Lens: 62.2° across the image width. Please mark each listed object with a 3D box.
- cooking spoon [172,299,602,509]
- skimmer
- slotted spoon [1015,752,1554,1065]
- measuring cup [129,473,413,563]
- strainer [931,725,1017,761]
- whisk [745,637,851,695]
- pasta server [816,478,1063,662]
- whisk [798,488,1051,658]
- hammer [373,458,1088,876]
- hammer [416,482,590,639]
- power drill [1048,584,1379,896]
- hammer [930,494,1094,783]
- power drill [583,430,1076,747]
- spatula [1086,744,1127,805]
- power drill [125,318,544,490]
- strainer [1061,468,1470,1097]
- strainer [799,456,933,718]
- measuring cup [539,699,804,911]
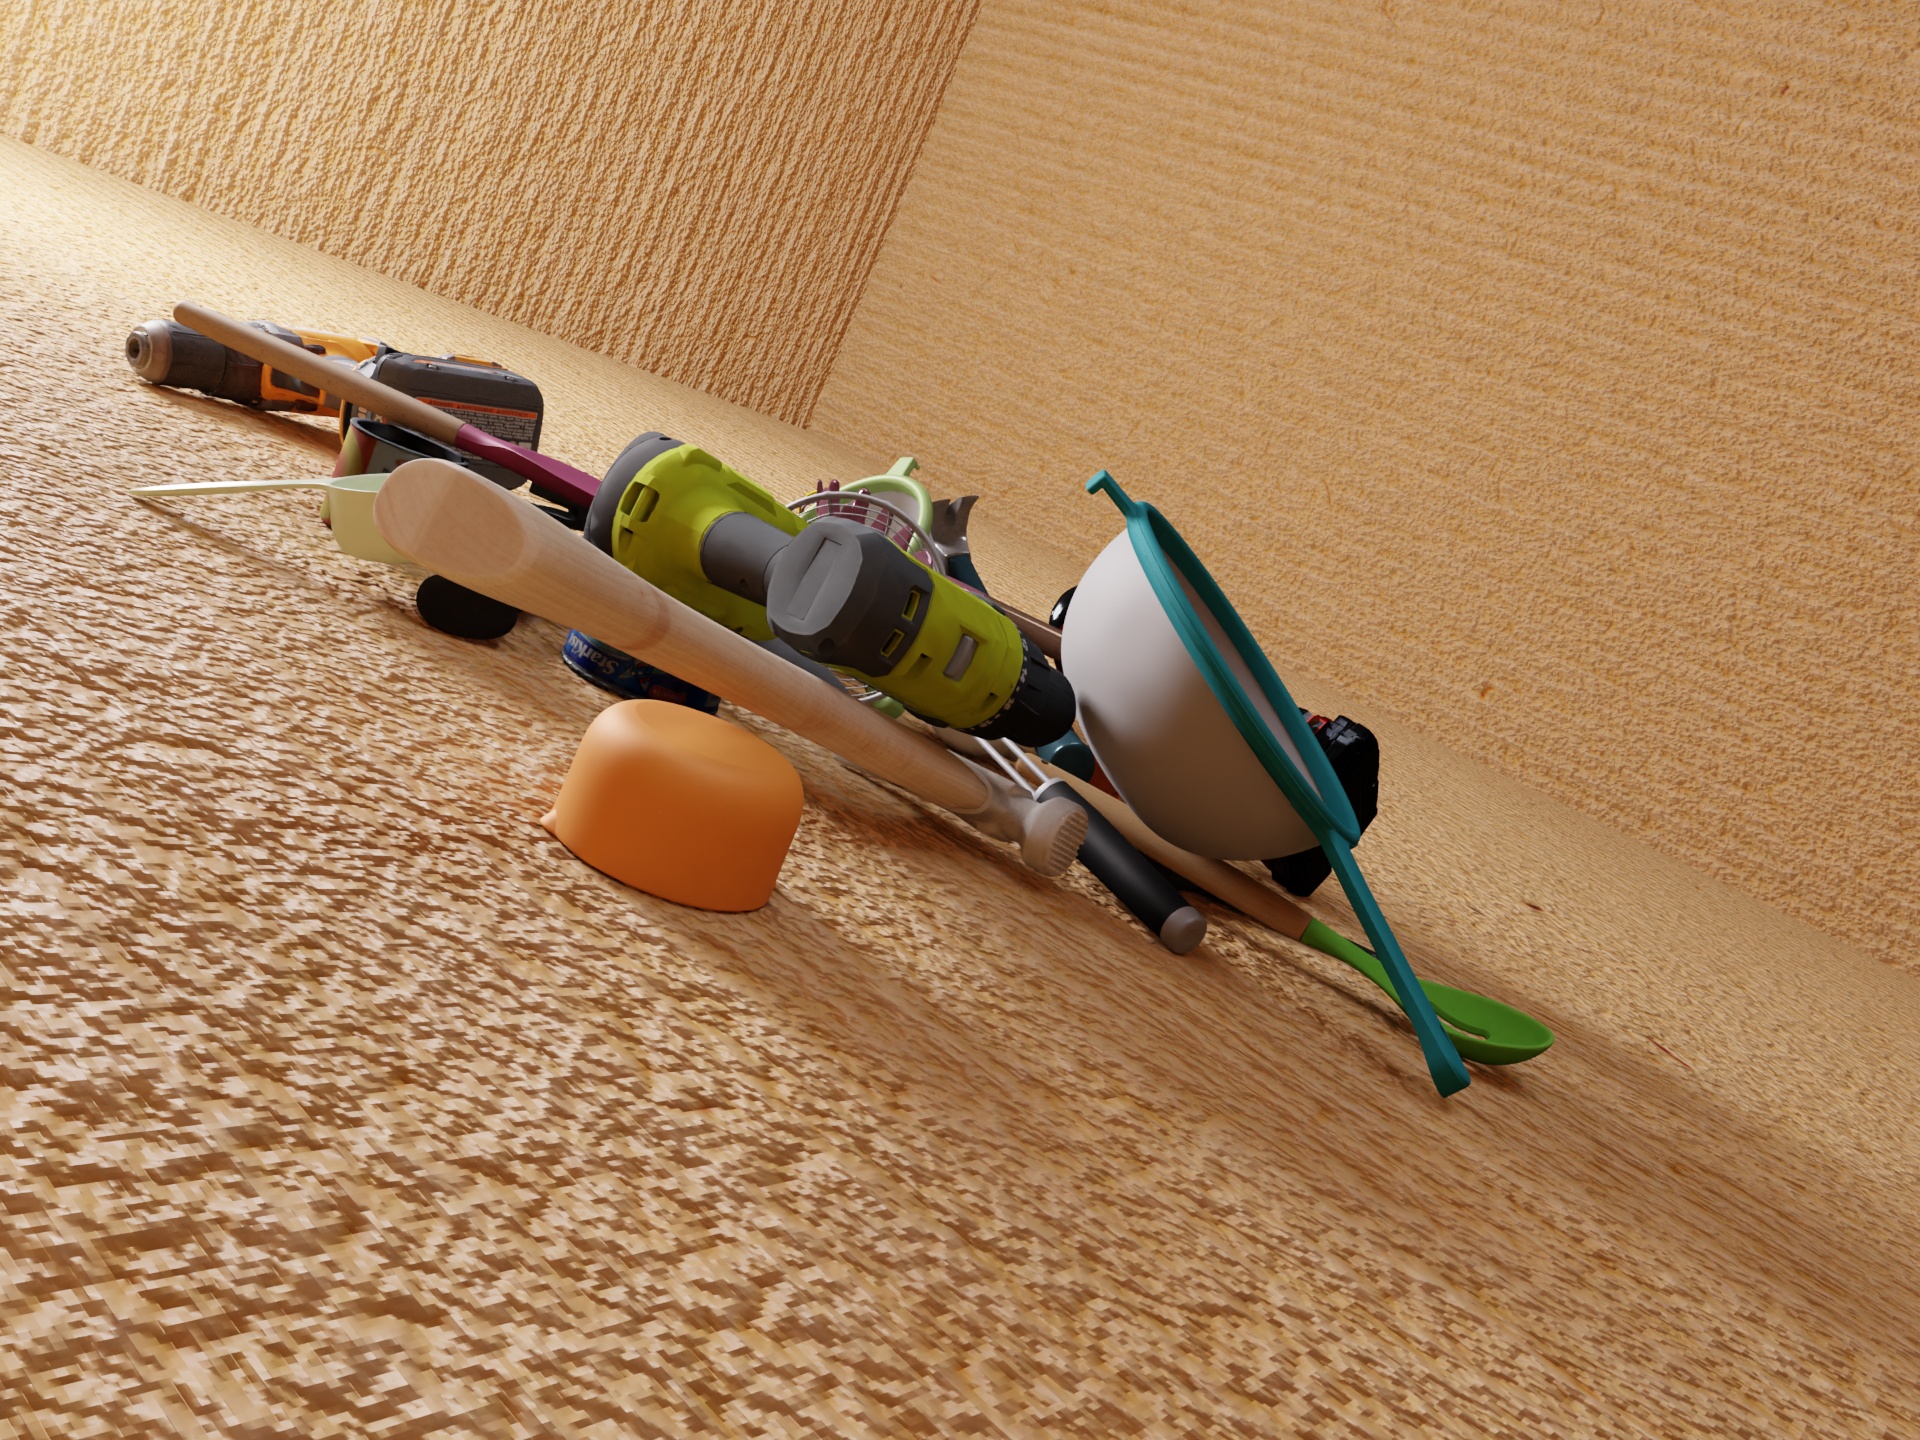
[{"bbox_3d":[-0.304,-0.171,0.900,0.319,0.017,0.069,25,9,5],"label":"cooking spoon"},{"bbox_3d":[-0.001,-0.003,0.862,0.090,0.127,0.364,37,6,-48],"label":"skimmer"},{"bbox_3d":[0.162,0.098,0.848,0.314,0.031,0.070,30,19,19],"label":"slotted spoon"},{"bbox_3d":[-0.313,-0.097,0.773,0.167,0.038,0.083,-2,16,-8],"label":"measuring cup"},{"bbox_3d":[-0.003,-0.016,1.062,0.087,0.050,0.258,63,-3,-10],"label":"strainer"},{"bbox_3d":[-0.128,-0.063,0.917,0.239,0.055,0.055,46,19,24],"label":"whisk"},{"bbox_3d":[0.039,-0.065,0.972,0.316,0.040,0.060,29,17,18],"label":"pasta server"},{"bbox_3d":[-0.022,-0.118,1.292,0.245,0.047,0.051,29,6,-5],"label":"whisk"},{"bbox_3d":[-0.082,-0.015,0.645,0.146,0.038,0.410,25,-3,29],"label":"hammer"},{"bbox_3d":[-0.239,-0.096,0.952,0.149,0.036,0.409,22,11,-3],"label":"hammer"},{"bbox_3d":[0.158,0.018,1.048,0.227,0.080,0.187,35,-19,29],"label":"power drill"},{"bbox_3d":[0.026,-0.049,1.059,0.033,0.128,0.331,-11,32,-10],"label":"hammer"},{"bbox_3d":[-0.061,-0.058,0.783,0.229,0.080,0.190,27,-1,40],"label":"power drill"},{"bbox_3d":[0.061,0.008,1.069,0.041,0.081,0.323,-1,16,-24],"label":"spatula"},{"bbox_3d":[-0.409,-0.216,1.041,0.226,0.084,0.185,22,15,33],"label":"power drill"},{"bbox_3d":[0.137,0.047,0.804,0.210,0.095,0.341,34,28,-55],"label":"strainer"},{"bbox_3d":[-0.059,-0.069,1.094,0.069,0.151,0.257,51,12,-39],"label":"strainer"},{"bbox_3d":[-0.117,0.013,0.628,0.095,0.052,0.174,18,14,-27],"label":"measuring cup"}]
